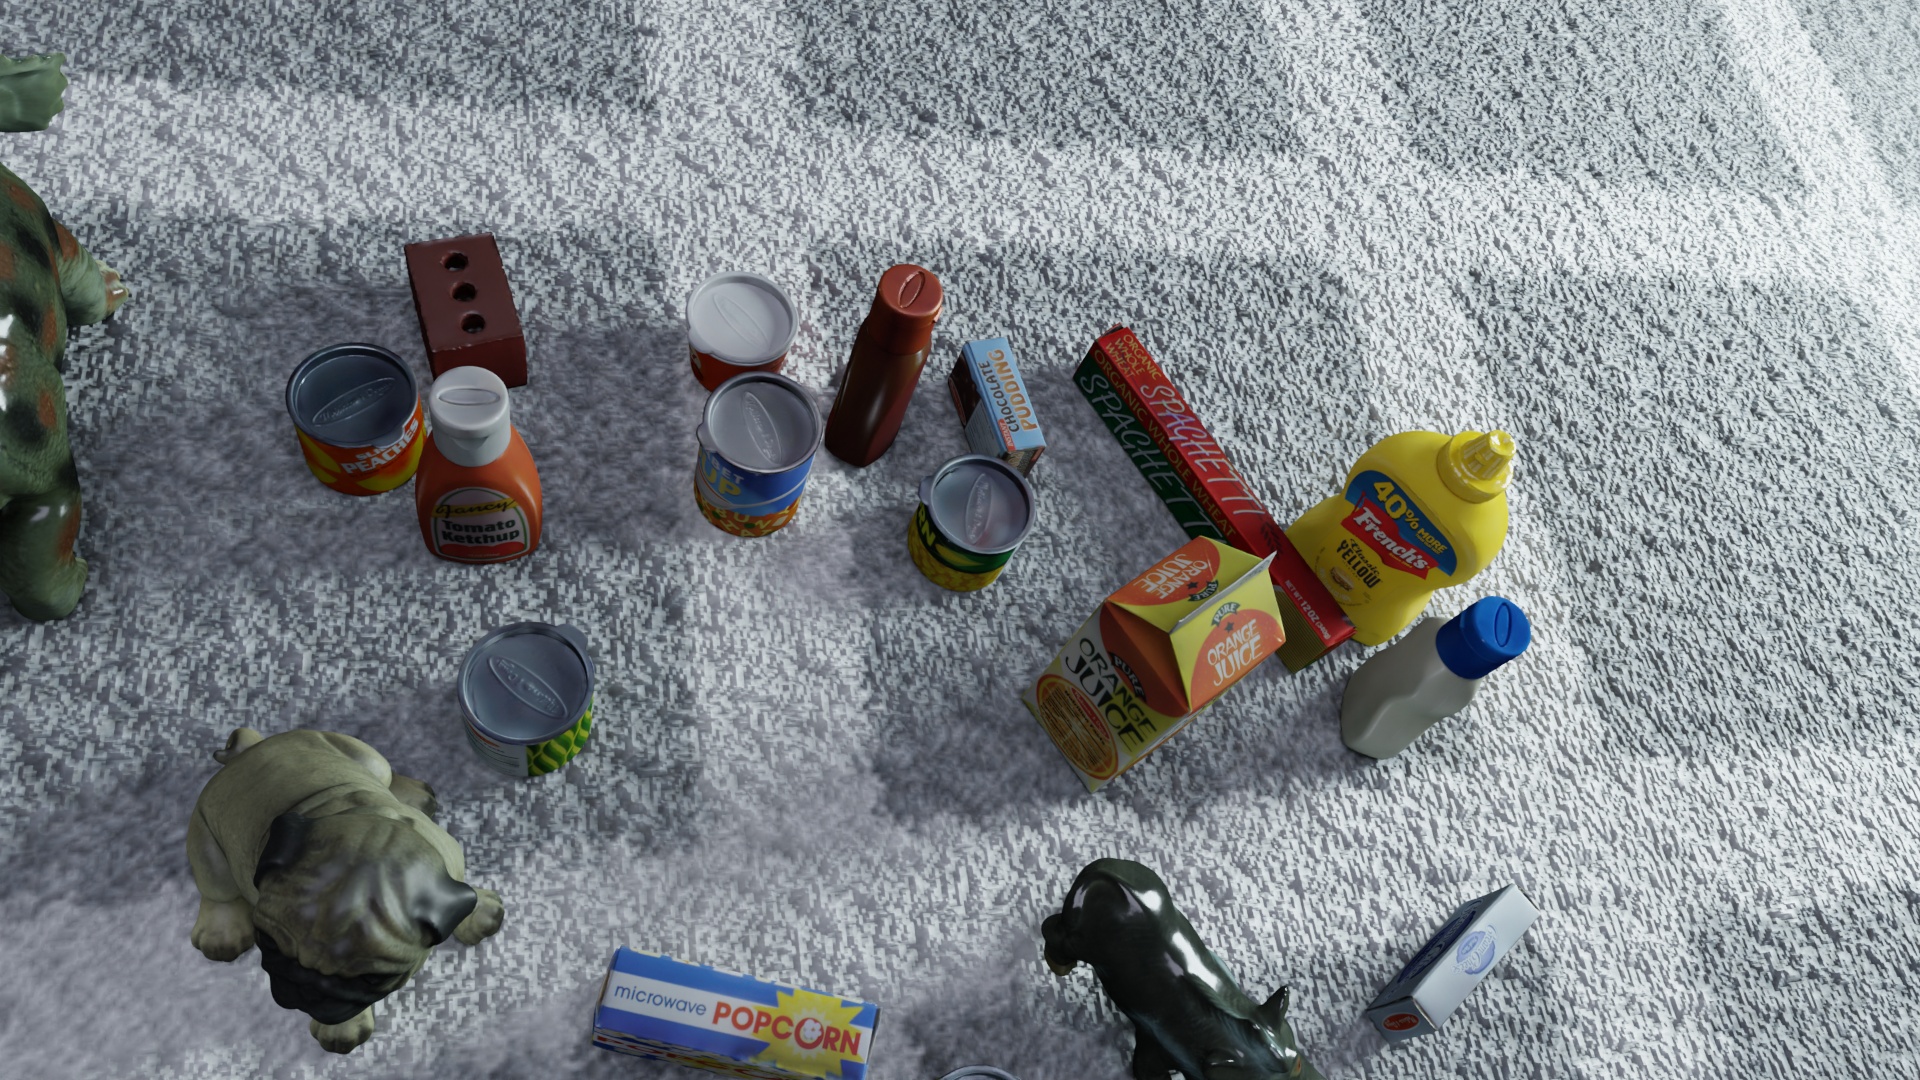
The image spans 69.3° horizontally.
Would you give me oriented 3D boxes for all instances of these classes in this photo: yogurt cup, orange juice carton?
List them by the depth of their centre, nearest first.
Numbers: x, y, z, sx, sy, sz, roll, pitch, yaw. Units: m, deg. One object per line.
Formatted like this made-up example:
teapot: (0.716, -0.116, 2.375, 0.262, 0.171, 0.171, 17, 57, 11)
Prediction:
orange juice carton: (0.105, 0.063, 0.746, 0.072, 0.191, 0.073, -30, 75, -27)
yogurt cup: (-0.137, -0.123, 0.854, 0.072, 0.053, 0.072, 7, 62, -13)

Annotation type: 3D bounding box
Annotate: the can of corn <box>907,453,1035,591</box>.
can of corn: (0.003, -0.010, 0.833, 0.071, 0.058, 0.071, 7, 62, -13)

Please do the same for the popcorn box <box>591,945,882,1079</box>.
popcorn box: (-0.109, 0.231, 0.661, 0.127, 0.084, 0.038, 16, 61, -8)

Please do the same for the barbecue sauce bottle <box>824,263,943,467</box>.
barbecue sauce bottle: (-0.044, -0.104, 0.815, 0.044, 0.147, 0.065, 27, 60, -1)

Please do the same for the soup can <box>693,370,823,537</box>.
soup can: (-0.121, -0.048, 0.802, 0.071, 0.083, 0.071, 7, 62, -13)

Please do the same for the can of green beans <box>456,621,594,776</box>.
can of green beans: (-0.224, 0.083, 0.720, 0.071, 0.057, 0.071, 7, 62, -13)

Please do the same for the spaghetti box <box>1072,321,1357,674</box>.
spaghetti box: (0.158, -0.029, 0.891, 0.029, 0.050, 0.250, -27, 74, -26)

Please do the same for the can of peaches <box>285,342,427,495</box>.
can of peaches: (-0.330, -0.064, 0.766, 0.071, 0.057, 0.071, 7, 62, -13)

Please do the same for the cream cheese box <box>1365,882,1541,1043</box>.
cream cheese box: (0.278, 0.239, 0.786, 0.104, 0.053, 0.024, -34, 77, -28)

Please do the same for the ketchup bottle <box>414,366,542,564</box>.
ketchup bottle: (-0.252, -0.037, 0.722, 0.065, 0.148, 0.044, -2, 64, -17)

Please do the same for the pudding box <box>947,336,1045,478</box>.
pudding box: (0.022, -0.082, 0.880, 0.030, 0.049, 0.084, -11, 67, -21)

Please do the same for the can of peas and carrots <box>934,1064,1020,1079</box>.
can of peas and carrots: (0.000, 0.293, 0.675, 0.071, 0.058, 0.071, 7, 62, -13)

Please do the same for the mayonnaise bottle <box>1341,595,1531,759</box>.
mayonnaise bottle: (0.275, 0.078, 0.813, 0.041, 0.147, 0.065, 22, 60, -4)
